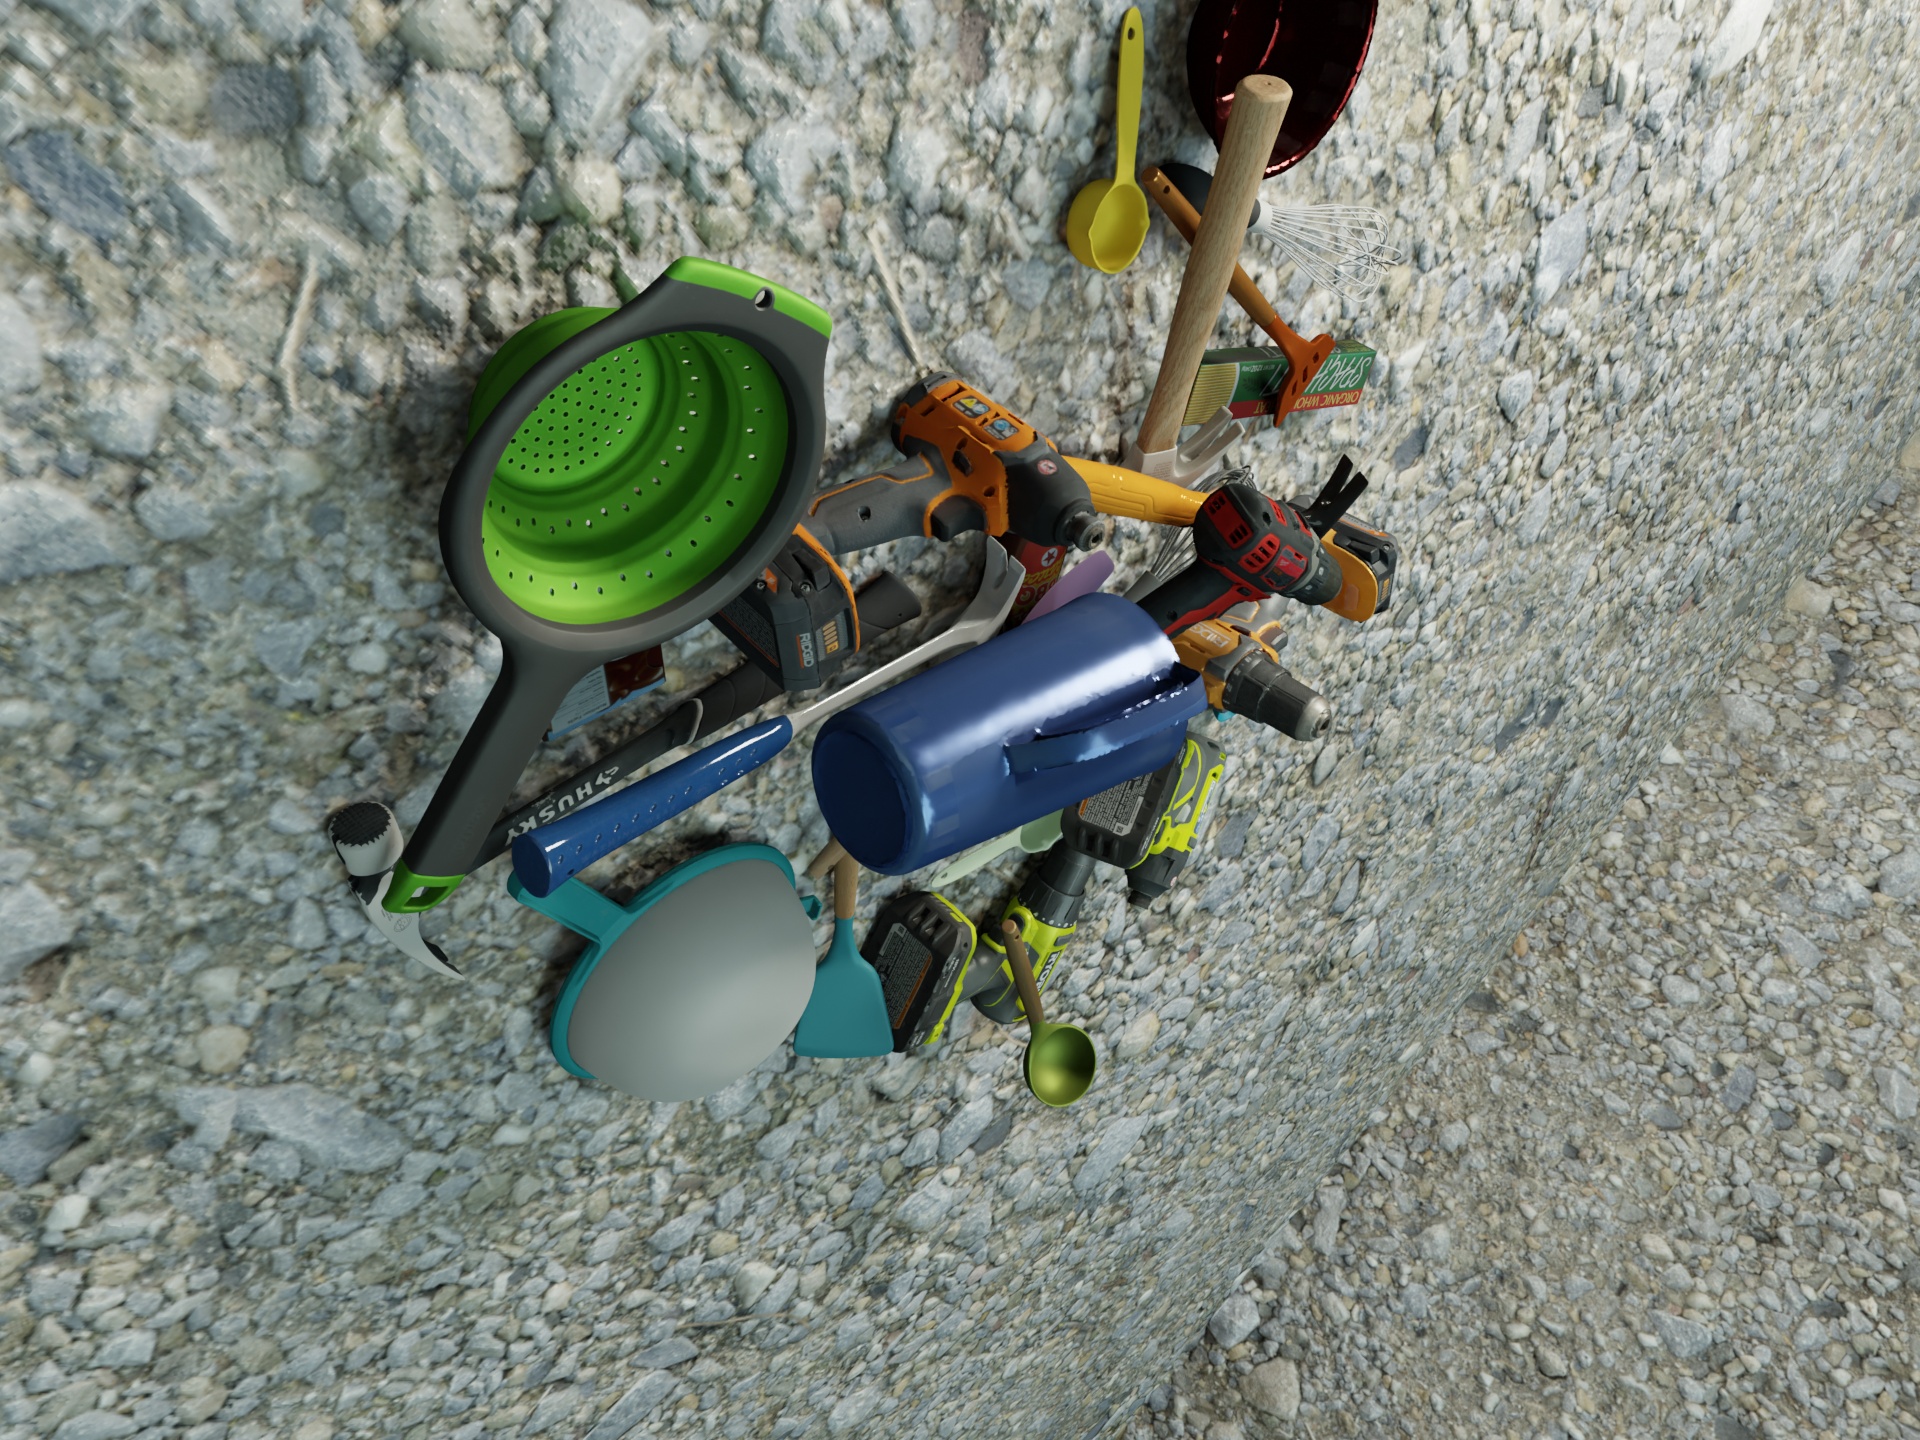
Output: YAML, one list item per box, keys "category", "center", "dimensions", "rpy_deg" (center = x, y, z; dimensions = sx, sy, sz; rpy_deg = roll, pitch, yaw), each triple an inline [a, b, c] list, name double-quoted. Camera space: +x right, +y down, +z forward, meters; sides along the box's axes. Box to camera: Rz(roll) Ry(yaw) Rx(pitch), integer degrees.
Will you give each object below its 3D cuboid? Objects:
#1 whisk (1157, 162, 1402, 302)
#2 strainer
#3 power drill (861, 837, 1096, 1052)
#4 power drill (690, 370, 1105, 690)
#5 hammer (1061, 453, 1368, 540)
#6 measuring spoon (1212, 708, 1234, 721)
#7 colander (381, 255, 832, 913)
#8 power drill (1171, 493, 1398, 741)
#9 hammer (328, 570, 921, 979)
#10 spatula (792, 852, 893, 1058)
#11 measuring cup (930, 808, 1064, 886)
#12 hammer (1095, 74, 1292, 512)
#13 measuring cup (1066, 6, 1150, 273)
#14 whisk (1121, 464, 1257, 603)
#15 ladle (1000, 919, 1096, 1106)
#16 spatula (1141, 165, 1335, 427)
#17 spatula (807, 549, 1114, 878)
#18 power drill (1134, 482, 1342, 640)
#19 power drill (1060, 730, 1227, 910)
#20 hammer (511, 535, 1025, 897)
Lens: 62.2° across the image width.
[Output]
- category: "whisk"
  center: [0.227, -0.351, 1.132]
  dimensions: [0.284, 0.070, 0.070]
  rpy_deg: [-1, 122, -45]
- category: "strainer"
  center: [-0.187, 0.171, 1.050]
  dimensions: [0.211, 0.095, 0.340]
  rpy_deg: [-47, 155, -7]
- category: "power drill"
  center: [0.022, 0.192, 1.385]
  dimensions: [0.228, 0.080, 0.190]
  rpy_deg: [-6, 127, -52]
- category: "power drill"
  center: [-0.034, -0.112, 0.938]
  dimensions: [0.226, 0.164, 0.084]
  rpy_deg: [-33, 144, -24]
- category: "hammer"
  center: [0.162, -0.161, 1.159]
  dimensions: [0.336, 0.034, 0.127]
  rpy_deg: [3, 137, -43]
- category: "measuring spoon"
  center: [0.235, -0.029, 1.479]
  dimensions: [0.042, 0.021, 0.128]
  rpy_deg: [-46, 152, 12]
- category: "colander"
  center: [-0.219, -0.073, 0.818]
  dimensions: [0.204, 0.095, 0.397]
  rpy_deg: [7, 123, -53]
- category: "power drill"
  center: [0.278, -0.083, 1.339]
  dimensions: [0.226, 0.185, 0.084]
  rpy_deg: [-38, 144, -27]
- category: "hammer"
  center: [-0.184, 0.015, 0.993]
  dimensions: [0.409, 0.036, 0.149]
  rpy_deg: [-33, 144, -27]
- category: "spatula"
  center: [-0.086, 0.137, 1.222]
  dimensions: [0.082, 0.044, 0.317]
  rpy_deg: [1, 127, -6]
- category: "measuring cup"
  center: [0.031, 0.090, 1.333]
  dimensions: [0.167, 0.038, 0.083]
  rpy_deg: [-28, 141, -30]
- category: "hammer"
  center: [0.160, -0.272, 1.066]
  dimensions: [0.130, 0.031, 0.331]
  rpy_deg: [-16, 145, -22]
- category: "measuring cup"
  center: [0.093, -0.360, 0.991]
  dimensions: [0.062, 0.029, 0.156]
  rpy_deg: [-24, 126, -41]
- category: "whisk"
  center: [0.156, -0.114, 1.287]
  dimensions: [0.239, 0.055, 0.055]
  rpy_deg: [-48, 148, 3]
- category: "ladle"
  center: [0.073, 0.257, 1.404]
  dimensions: [0.078, 0.062, 0.319]
  rpy_deg: [-48, 151, -20]
- category: "spatula"
  center: [0.199, -0.300, 1.125]
  dimensions: [0.081, 0.041, 0.322]
  rpy_deg: [-55, 143, 5]
- category: "spatula"
  center: [-0.002, -0.004, 1.150]
  dimensions: [0.316, 0.018, 0.059]
  rpy_deg: [-47, 155, 4]
- category: "power drill"
  center: [0.180, -0.074, 1.208]
  dimensions: [0.226, 0.080, 0.187]
  rpy_deg: [-42, 150, 20]
- category: "power drill"
  center: [0.167, 0.079, 1.406]
  dimensions: [0.171, 0.080, 0.223]
  rpy_deg: [-69, 157, -4]
- category: "hammer"
  center: [-0.103, -0.002, 0.997]
  dimensions: [0.405, 0.035, 0.144]
  rpy_deg: [-31, 159, -42]
